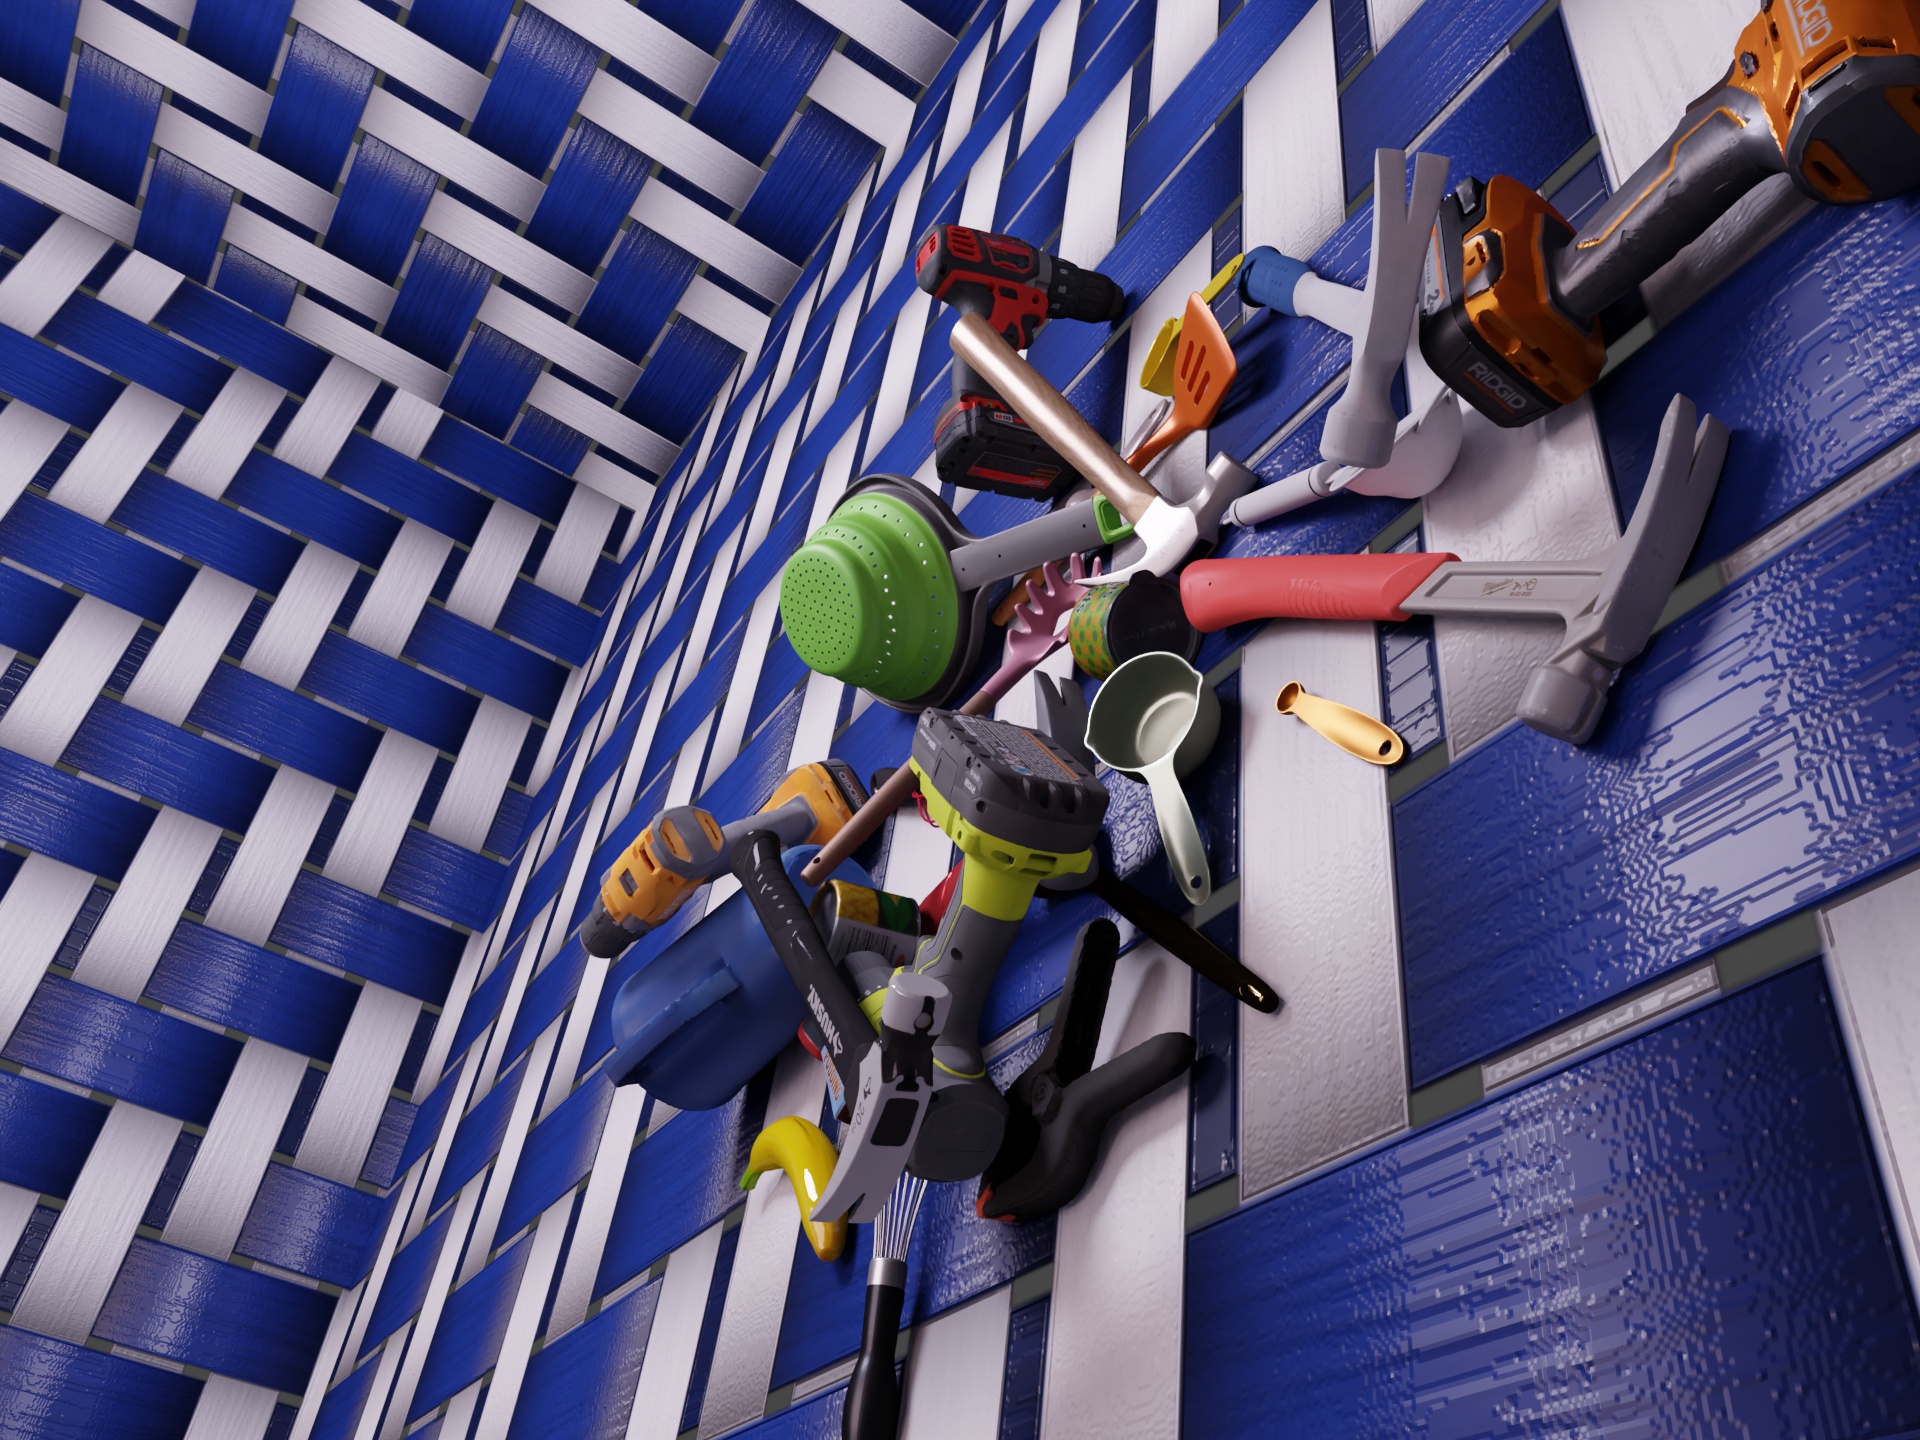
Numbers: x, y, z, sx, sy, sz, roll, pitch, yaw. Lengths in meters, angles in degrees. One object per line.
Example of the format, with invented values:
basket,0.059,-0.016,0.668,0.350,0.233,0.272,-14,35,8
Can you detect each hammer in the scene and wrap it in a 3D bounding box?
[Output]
hammer,0.216,-0.076,0.806,0.149,0.036,0.359,-64,21,-4
hammer,-0.088,0.149,0.926,0.335,0.035,0.146,-136,59,-63
hammer,-0.020,0.123,1.067,0.386,0.038,0.143,-49,33,46
hammer,0.205,-0.251,0.920,0.406,0.035,0.144,-85,3,-71
hammer,0.076,-0.202,1.132,0.130,0.031,0.332,-54,45,19

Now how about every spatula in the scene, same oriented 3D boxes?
spatula,0.106,-0.174,1.186,0.322,0.041,0.081,-48,50,39

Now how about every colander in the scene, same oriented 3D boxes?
colander,-0.028,-0.111,1.253,0.397,0.094,0.204,-14,92,47

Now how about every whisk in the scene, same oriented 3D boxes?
whisk,-0.025,0.049,1.211,0.073,0.073,0.296,-67,15,-10
whisk,-0.039,0.296,0.942,0.070,0.070,0.285,-38,36,48

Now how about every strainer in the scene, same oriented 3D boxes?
strainer,0.211,-0.136,0.889,0.087,0.050,0.258,-41,9,-16

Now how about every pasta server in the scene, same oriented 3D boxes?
pasta server,-0.002,-0.003,1.089,0.060,0.040,0.316,17,54,44

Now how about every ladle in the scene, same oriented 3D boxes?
ladle,0.095,0.102,0.894,0.069,0.031,0.316,-71,22,5

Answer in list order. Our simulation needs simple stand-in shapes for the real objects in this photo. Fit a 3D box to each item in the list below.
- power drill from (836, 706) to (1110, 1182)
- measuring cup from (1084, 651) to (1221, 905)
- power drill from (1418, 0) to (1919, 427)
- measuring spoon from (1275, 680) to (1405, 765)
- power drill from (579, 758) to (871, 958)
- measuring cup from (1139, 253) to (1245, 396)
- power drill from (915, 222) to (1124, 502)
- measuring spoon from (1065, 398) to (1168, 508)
power drill,-0.009,0.115,0.896,0.191,0.080,0.228,45,120,61
measuring cup,0.123,0.037,0.900,0.083,0.038,0.168,-32,50,25
power drill,0.319,-0.251,0.718,0.226,0.084,0.164,-35,33,45
measuring spoon,0.193,0.003,0.807,0.021,0.011,0.117,-60,24,5
power drill,-0.198,0.120,1.314,0.185,0.226,0.084,-45,70,40
measuring cup,0.175,-0.284,1.143,0.156,0.029,0.062,138,152,-63
power drill,0.058,-0.301,1.326,0.080,0.187,0.227,140,132,-56
measuring spoon,0.117,-0.200,1.225,0.124,0.018,0.034,-53,22,24
